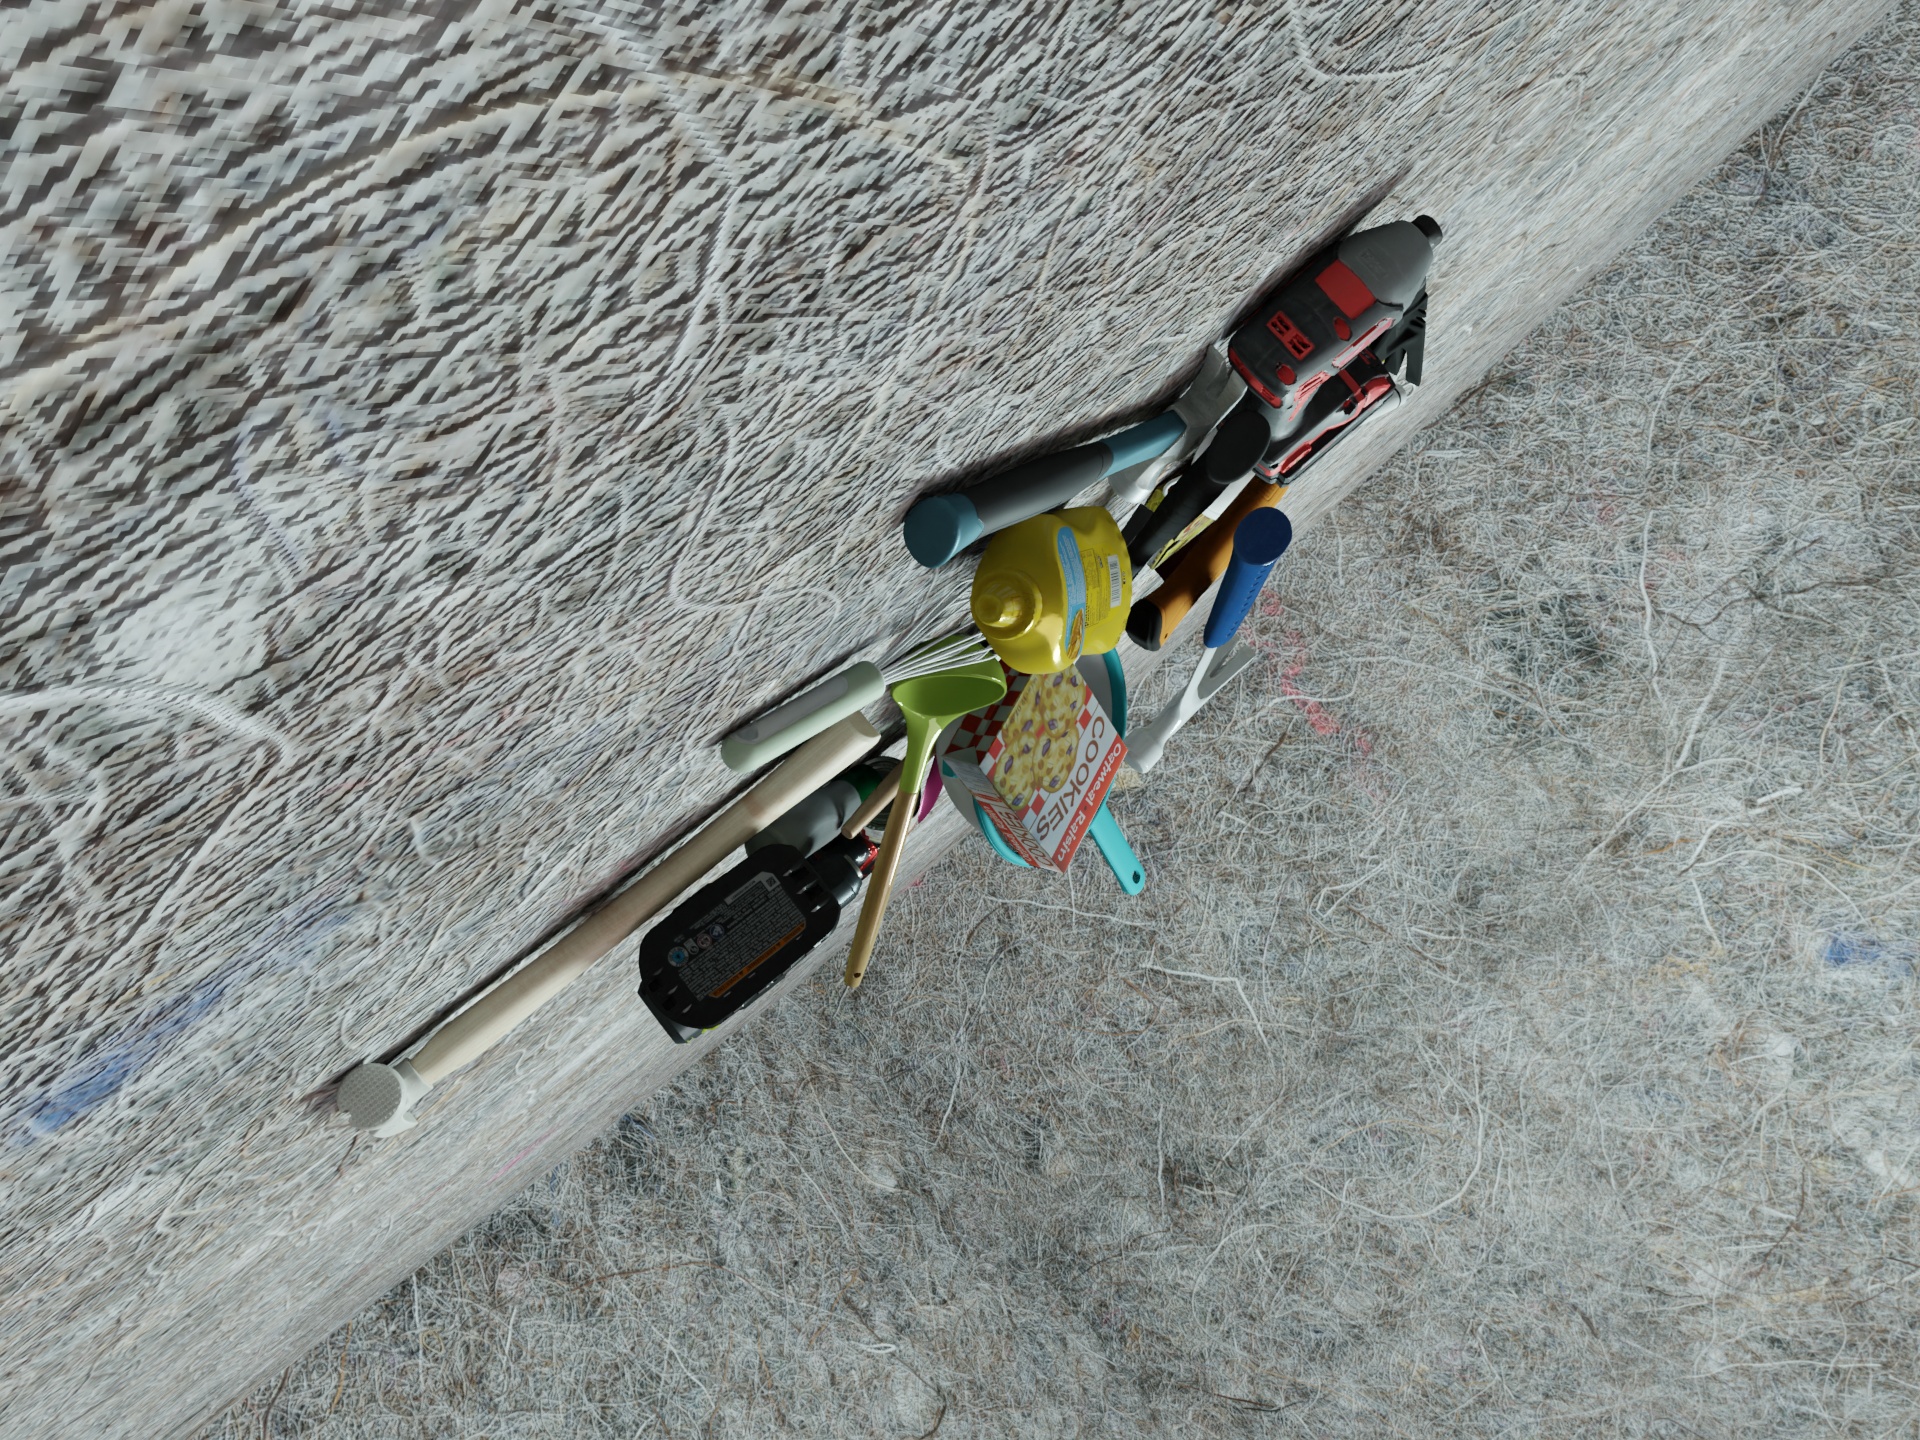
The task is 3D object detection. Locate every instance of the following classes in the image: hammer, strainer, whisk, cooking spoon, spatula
[{"bbox_3d":[0.194,-0.066,1.194,0.144,0.035,0.405,-45,169,-12],"label":"hammer"},{"bbox_3d":[0.273,-0.222,1.262,0.258,0.050,0.086,-28,128,-24],"label":"strainer"},{"bbox_3d":[0.236,-0.181,1.179,0.337,0.034,0.127,-50,155,-10],"label":"hammer"},{"bbox_3d":[-0.049,-0.029,0.965,0.246,0.058,0.059,-32,136,-38],"label":"whisk"},{"bbox_3d":[0.067,-0.140,0.890,0.128,0.033,0.331,-44,173,36],"label":"hammer"},{"bbox_3d":[-0.009,0.032,1.489,0.319,0.017,0.068,-59,162,-76],"label":"cooking spoon"},{"bbox_3d":[-0.002,-0.004,1.367,0.316,0.018,0.059,-47,175,-34],"label":"spatula"},{"bbox_3d":[0.143,-0.138,1.118,0.146,0.035,0.334,-54,-179,-18],"label":"hammer"},{"bbox_3d":[-0.220,0.127,1.053,0.410,0.038,0.146,-39,175,-18],"label":"hammer"},{"bbox_3d":[0.070,0.047,1.370,0.211,0.095,0.340,-59,141,-23],"label":"strainer"}]

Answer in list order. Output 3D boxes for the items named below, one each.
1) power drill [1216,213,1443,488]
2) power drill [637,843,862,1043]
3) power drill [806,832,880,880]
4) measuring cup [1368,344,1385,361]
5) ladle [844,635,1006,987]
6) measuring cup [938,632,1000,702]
[{"bbox_3d":[0.235,-0.239,1.025,0.143,0.078,0.219,-41,171,0],"label":"power drill"},{"bbox_3d":[-0.147,0.154,1.150,0.190,0.080,0.228,-37,175,-12],"label":"power drill"},{"bbox_3d":[-0.164,0.176,1.577,0.188,0.080,0.226,-42,177,16],"label":"power drill"},{"bbox_3d":[0.324,-0.301,1.392,0.062,0.029,0.156,-38,-175,-17],"label":"measuring cup"},{"bbox_3d":[-0.040,0.077,1.133,0.078,0.062,0.320,5,122,-20],"label":"ladle"},{"bbox_3d":[0.017,-0.061,1.144,0.167,0.038,0.083,-44,173,17],"label":"measuring cup"}]
